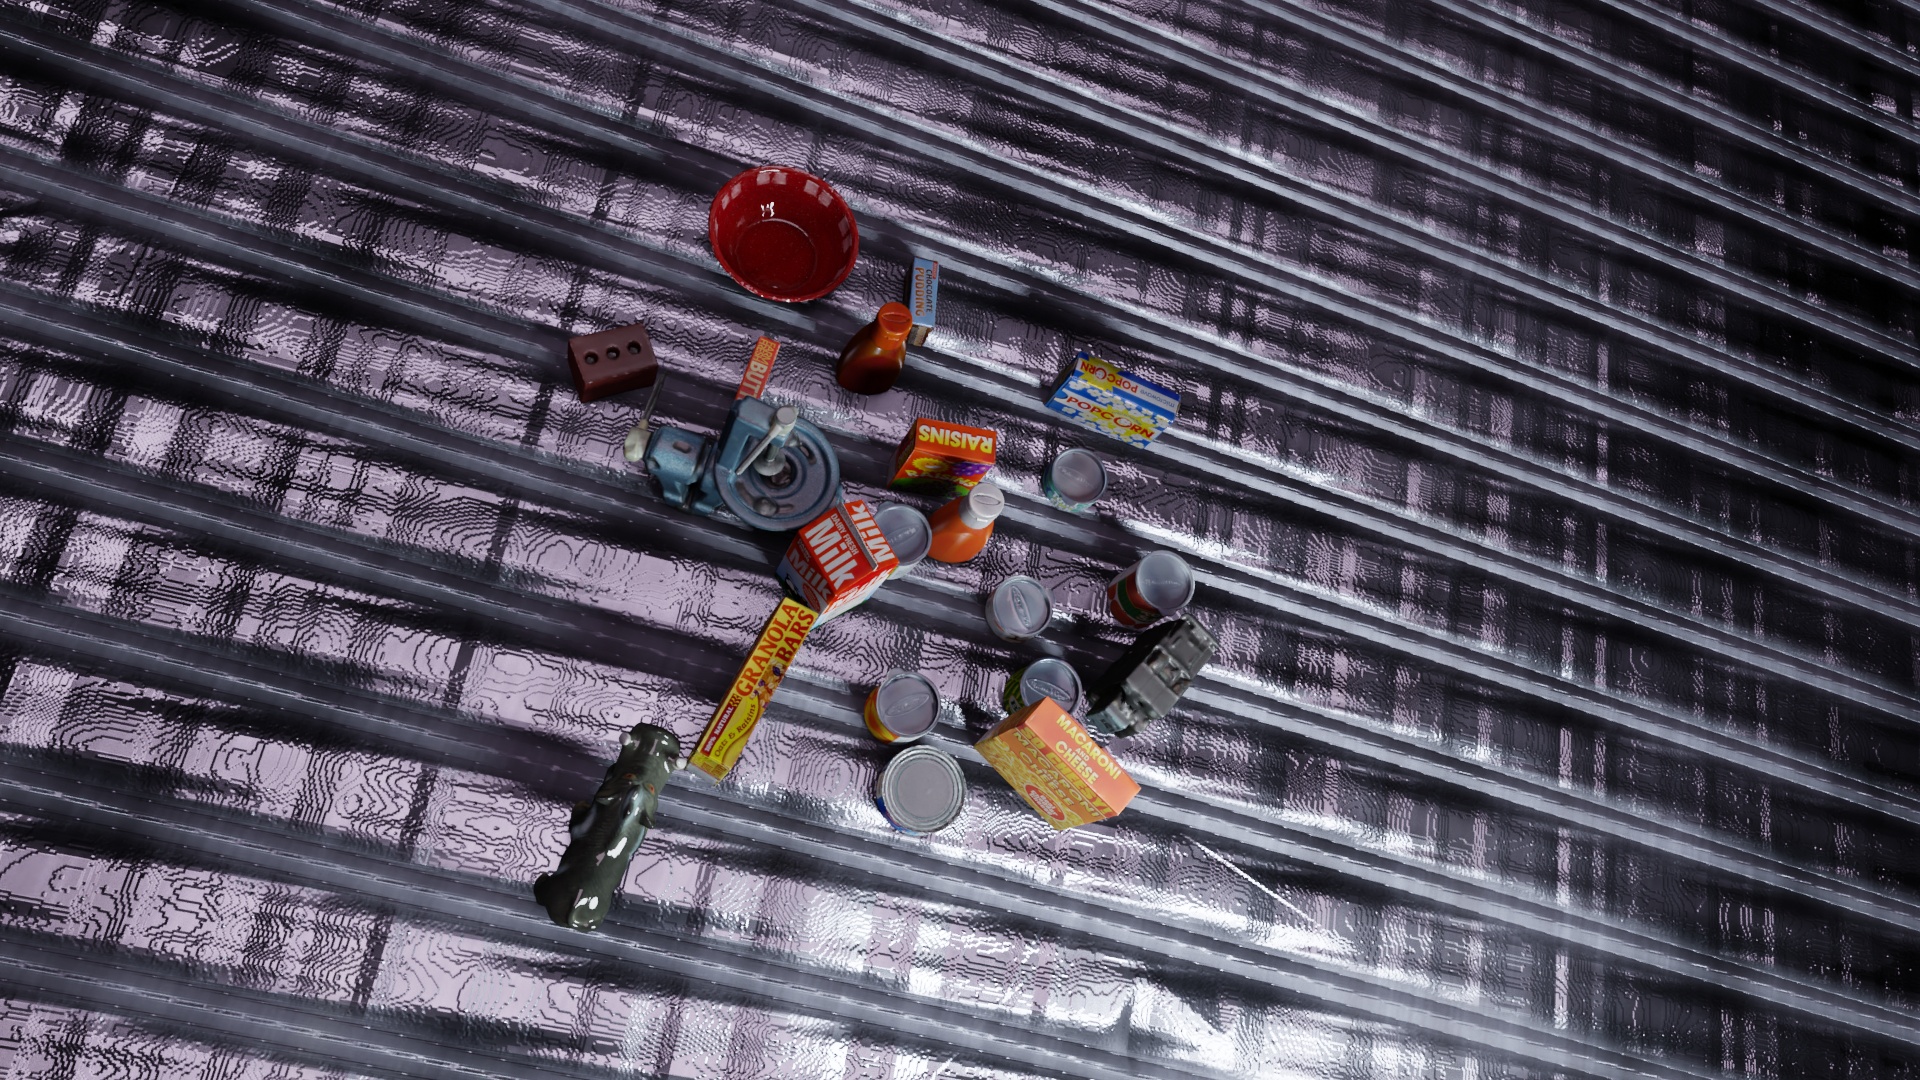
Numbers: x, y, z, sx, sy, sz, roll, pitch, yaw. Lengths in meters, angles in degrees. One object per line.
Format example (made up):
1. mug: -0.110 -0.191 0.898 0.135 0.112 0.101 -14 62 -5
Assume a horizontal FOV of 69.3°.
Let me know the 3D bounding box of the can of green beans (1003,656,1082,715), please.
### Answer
1. can of green beans: 0.083 0.157 1.422 0.071 0.057 0.071 5 72 -15

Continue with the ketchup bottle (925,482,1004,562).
1. ketchup bottle: 0.005 -0.018 1.405 0.065 0.148 0.043 11 71 -13

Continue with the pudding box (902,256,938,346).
1. pudding box: -0.045 -0.261 1.521 0.030 0.049 0.084 9 71 -14

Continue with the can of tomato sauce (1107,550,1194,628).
1. can of tomato sauce: 0.202 0.055 1.477 0.071 0.082 0.071 5 72 -15

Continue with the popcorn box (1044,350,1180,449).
1. popcorn box: 0.168 -0.153 1.532 0.127 0.085 0.038 23 68 -9

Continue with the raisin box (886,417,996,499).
1. raisin box: -0.021 -0.082 1.431 0.086 0.123 0.040 10 71 -14

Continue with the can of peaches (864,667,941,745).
1. can of peaches: -0.059 0.165 1.376 0.071 0.058 0.071 5 72 -15

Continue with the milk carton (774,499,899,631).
1. milk carton: -0.117 0.021 1.332 0.074 0.190 0.072 -28 83 -23

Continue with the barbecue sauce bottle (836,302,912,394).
1. barbecue sauce bottle: -0.084 -0.198 1.435 0.065 0.148 0.044 5 72 -15

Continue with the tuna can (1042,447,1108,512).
1. tuna can: 0.124 -0.064 1.519 0.071 0.032 0.071 5 72 -15

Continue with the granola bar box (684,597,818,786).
1. granola bar box: -0.199 0.143 1.304 0.039 0.123 0.166 30 67 -6

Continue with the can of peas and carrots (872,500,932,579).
1. can of peas and carrots: -0.070 0.000 1.425 0.071 0.058 0.071 5 72 -15

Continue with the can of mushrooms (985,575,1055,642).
1. can of mushrooms: 0.063 0.072 1.457 0.071 0.033 0.071 5 72 -15

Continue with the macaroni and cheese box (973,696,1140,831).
1. macaroni and cheese box: 0.090 0.218 1.346 0.124 0.166 0.040 45 67 0

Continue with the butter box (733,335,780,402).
1. butter box: -0.216 -0.156 1.433 0.024 0.053 0.104 21 68 -10
